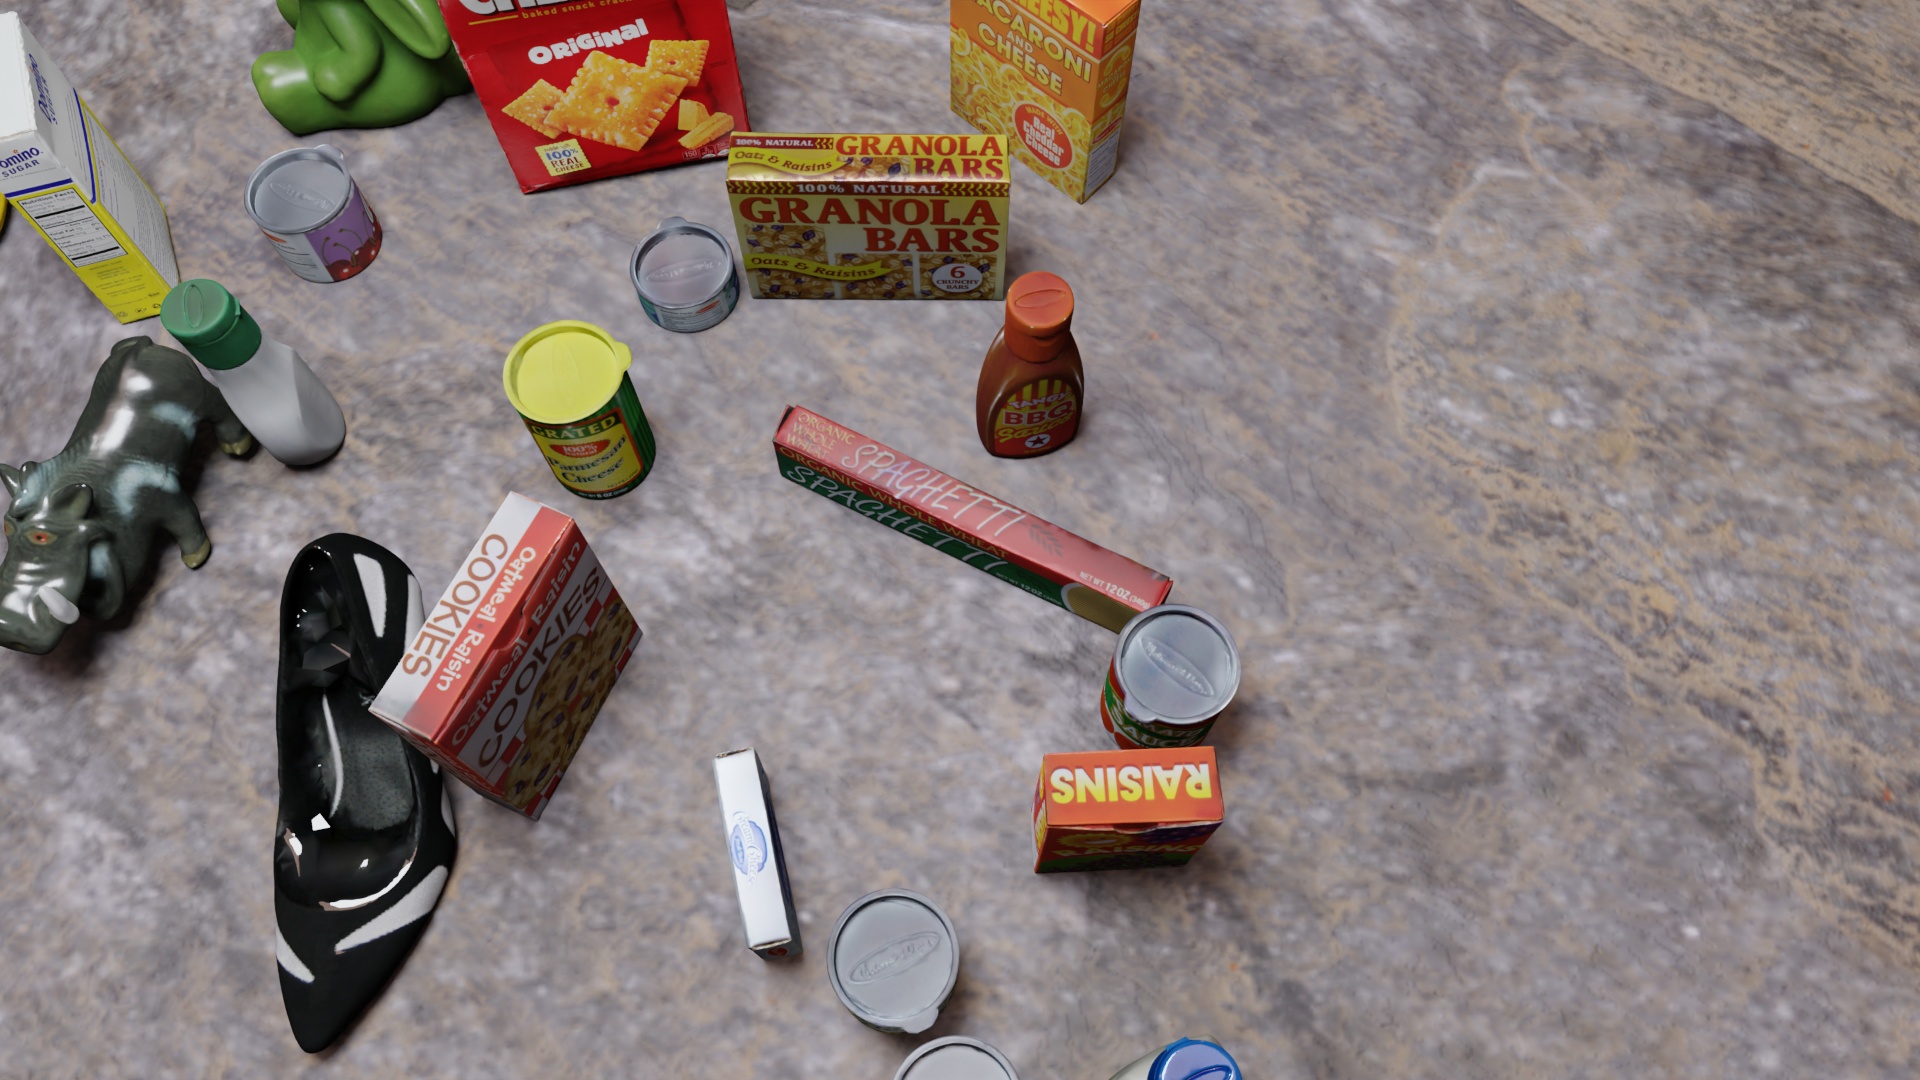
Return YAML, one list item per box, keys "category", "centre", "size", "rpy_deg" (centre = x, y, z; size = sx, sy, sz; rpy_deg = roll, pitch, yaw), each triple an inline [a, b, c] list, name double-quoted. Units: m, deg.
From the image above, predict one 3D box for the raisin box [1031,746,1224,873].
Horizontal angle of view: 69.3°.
- category: "raisin box"
  centre: [0.081, 0.140, 0.711]
  size: [0.086, 0.123, 0.040]
  rpy_deg: [-2, 66, -1]

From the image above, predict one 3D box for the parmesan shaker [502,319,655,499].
- category: "parmesan shaker"
  centre: [-0.218, -0.074, 0.816]
  size: [0.071, 0.102, 0.071]
  rpy_deg: [0, 66, 0]

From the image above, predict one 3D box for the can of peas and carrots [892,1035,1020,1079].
- category: "can of peas and carrots"
  centre: [-0.001, 0.282, 0.682]
  size: [0.071, 0.058, 0.071]
  rpy_deg: [0, 66, 0]

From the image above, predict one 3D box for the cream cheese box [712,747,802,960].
- category: "cream cheese box"
  centre: [-0.108, 0.167, 0.736]
  size: [0.024, 0.053, 0.104]
  rpy_deg: [-13, 67, -6]

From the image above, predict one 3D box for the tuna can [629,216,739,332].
- category: "tuna can"
  centre: [-0.178, -0.172, 0.898]
  size: [0.071, 0.032, 0.071]
  rpy_deg: [0, 66, 0]

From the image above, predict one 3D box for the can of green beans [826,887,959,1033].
- category: "can of green beans"
  centre: [-0.033, 0.217, 0.712]
  size: [0.071, 0.057, 0.071]
  rpy_deg: [0, 66, 0]

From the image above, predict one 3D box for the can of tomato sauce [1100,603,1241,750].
- category: "can of tomato sauce"
  centre: [0.112, 0.082, 0.760]
  size: [0.071, 0.082, 0.071]
  rpy_deg: [0, 66, 0]

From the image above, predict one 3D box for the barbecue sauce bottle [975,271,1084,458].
- category: "barbecue sauce bottle"
  centre: [0.042, -0.100, 0.805]
  size: [0.065, 0.148, 0.044]
  rpy_deg: [-12, 67, -6]

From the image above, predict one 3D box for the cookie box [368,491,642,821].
- category: "cookie box"
  centre: [-0.225, 0.066, 0.718]
  size: [0.040, 0.166, 0.123]
  rpy_deg: [22, 68, 9]

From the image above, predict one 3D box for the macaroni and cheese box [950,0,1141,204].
- category: "macaroni and cheese box"
  centre: [0.050, -0.311, 0.890]
  size: [0.124, 0.165, 0.040]
  rpy_deg: [40, 72, 15]

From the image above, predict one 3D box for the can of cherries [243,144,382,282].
- category: "can of cherries"
  centre: [-0.415, -0.211, 0.899]
  size: [0.071, 0.058, 0.072]
  rpy_deg: [0, 66, 0]

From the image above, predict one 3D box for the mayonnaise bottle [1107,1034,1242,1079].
- category: "mayonnaise bottle"
  centre: [0.100, 0.257, 0.646]
  size: [0.065, 0.147, 0.041]
  rpy_deg: [-22, 68, -10]

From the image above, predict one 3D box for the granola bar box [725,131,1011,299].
- category: "granola bar box"
  centre: [-0.054, -0.199, 0.862]
  size: [0.166, 0.123, 0.039]
  rpy_deg: [0, 66, 0]

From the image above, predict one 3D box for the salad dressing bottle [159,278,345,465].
- category: "salad dressing bottle"
  centre: [-0.404, -0.095, 0.799]
  size: [0.044, 0.147, 0.064]
  rpy_deg: [-15, 67, -7]

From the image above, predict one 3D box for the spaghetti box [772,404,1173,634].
- category: "spaghetti box"
  centre: [0.003, -0.010, 0.818]
  size: [0.250, 0.050, 0.029]
  rpy_deg: [25, 68, 10]
